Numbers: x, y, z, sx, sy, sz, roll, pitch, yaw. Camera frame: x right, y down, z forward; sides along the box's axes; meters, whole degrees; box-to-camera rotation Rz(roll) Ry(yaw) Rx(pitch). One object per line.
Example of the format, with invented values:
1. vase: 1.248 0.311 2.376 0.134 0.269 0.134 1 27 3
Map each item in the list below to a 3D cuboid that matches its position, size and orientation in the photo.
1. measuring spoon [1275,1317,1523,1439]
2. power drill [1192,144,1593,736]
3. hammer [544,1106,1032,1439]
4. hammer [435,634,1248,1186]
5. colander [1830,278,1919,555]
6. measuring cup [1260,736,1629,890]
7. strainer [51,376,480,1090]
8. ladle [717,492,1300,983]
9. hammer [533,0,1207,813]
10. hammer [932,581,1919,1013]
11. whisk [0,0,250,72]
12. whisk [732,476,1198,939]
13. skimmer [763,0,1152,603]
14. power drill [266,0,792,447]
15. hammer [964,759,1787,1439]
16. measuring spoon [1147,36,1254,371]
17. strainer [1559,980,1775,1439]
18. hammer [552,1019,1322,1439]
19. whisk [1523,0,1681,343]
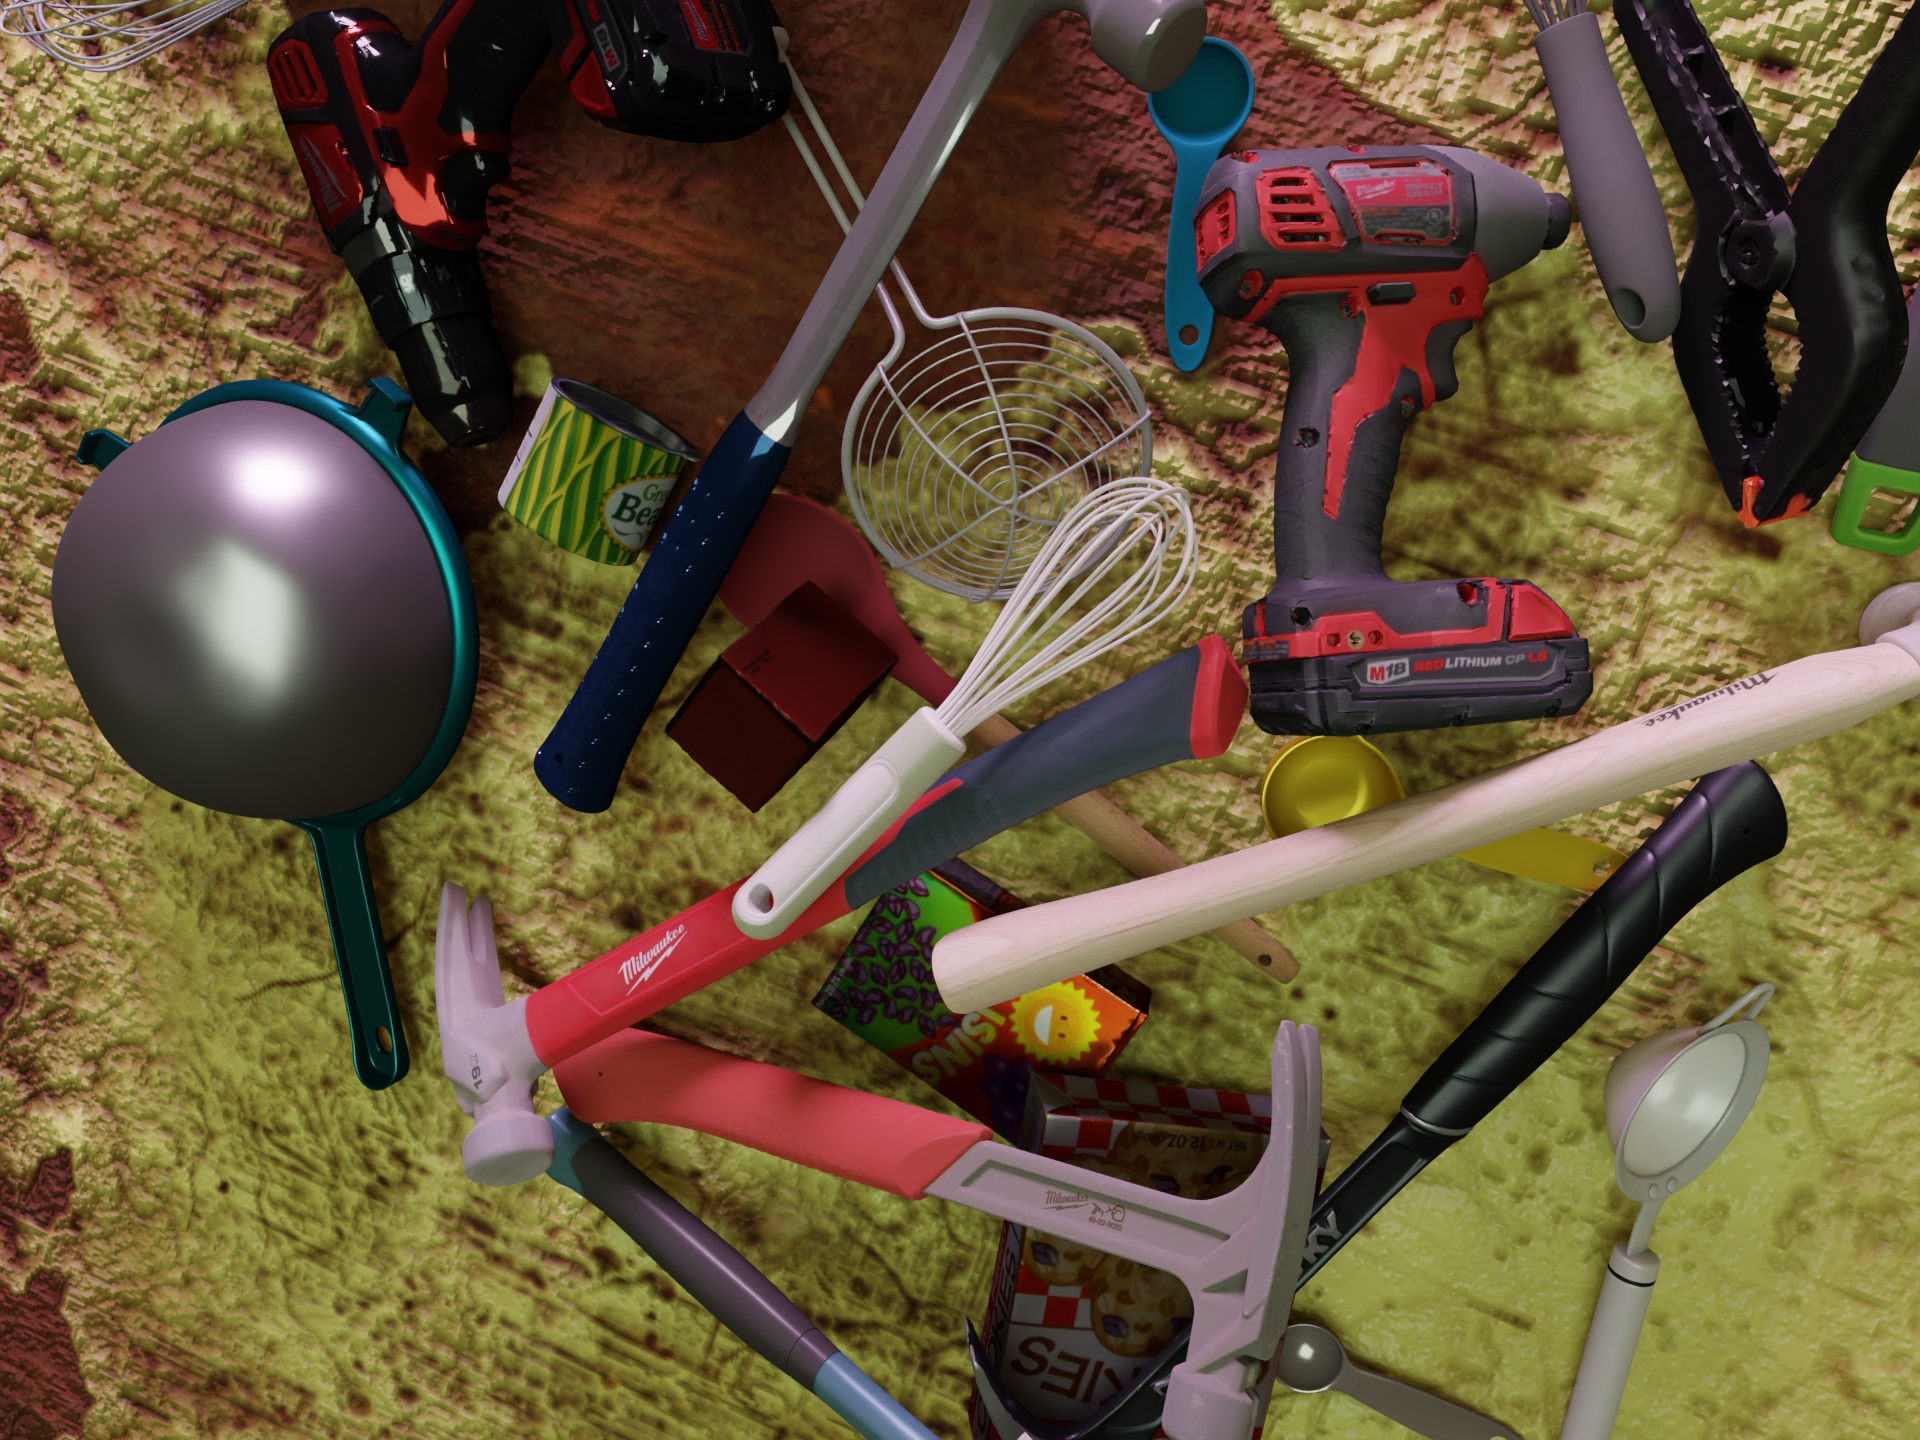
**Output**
1. measuring spoon: 0.193 0.296 0.701 0.124 0.018 0.034 25 106 1
2. power drill: 0.169 -0.107 0.603 0.143 0.078 0.219 -5 91 -10
3. hammer: -0.067 0.274 0.685 0.331 0.033 0.128 30 144 28
4. hammer: -0.062 0.055 0.676 0.386 0.038 0.143 -28 56 13
5. colander: 0.382 -0.253 0.547 0.204 0.094 0.396 15 119 13
6. measuring cup: 0.200 0.043 0.657 0.156 0.029 0.062 14 99 1
7. strainer: -0.318 0.021 0.716 0.211 0.095 0.340 -4 101 23
8. ladle: 0.021 0.010 0.688 0.315 0.031 0.069 39 116 3
9. hammer: -0.073 -0.127 0.621 0.144 0.035 0.405 45 117 20
10. hammer: 0.181 0.037 0.581 0.410 0.146 0.038 -20 93 12
11. whisk: -0.291 -0.337 0.694 0.284 0.070 0.070 -7 97 8
12. whisk: -0.001 -0.002 0.621 0.246 0.059 0.058 -45 70 7
13. skimmer: -0.045 -0.219 0.667 0.127 0.090 0.363 -30 81 14
14. power drill: -0.180 -0.231 0.649 0.227 0.080 0.188 -18 94 35
15. hammer: 0.172 0.169 0.636 0.149 0.036 0.409 42 94 -14
16. measuring spoon: 0.096 -0.208 0.647 0.042 0.021 0.128 4 108 11
17. strainer: 0.277 0.215 0.654 0.086 0.050 0.258 -2 108 -31
18. hammer: -0.032 0.163 0.651 0.359 0.036 0.149 7 80 34
19. whisk: 0.226 -0.255 0.586 0.055 0.055 0.239 -17 94 14
